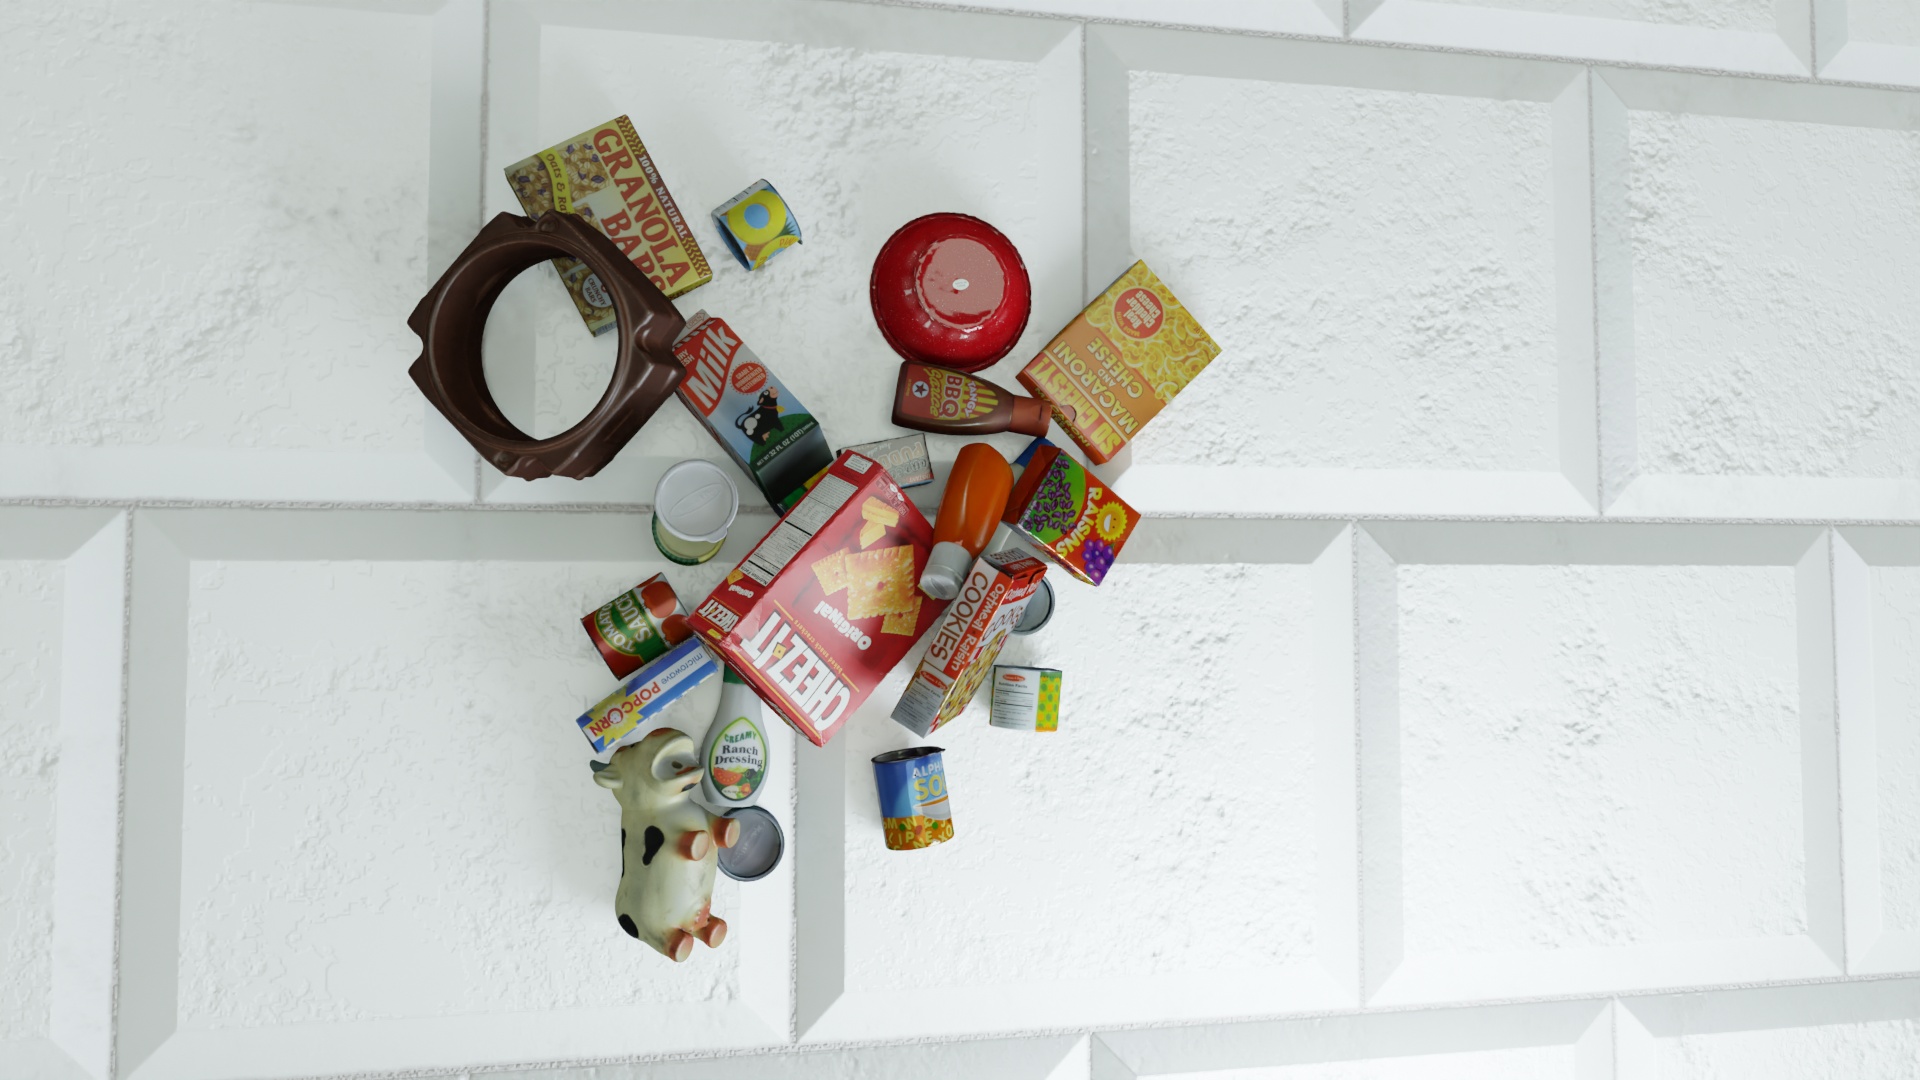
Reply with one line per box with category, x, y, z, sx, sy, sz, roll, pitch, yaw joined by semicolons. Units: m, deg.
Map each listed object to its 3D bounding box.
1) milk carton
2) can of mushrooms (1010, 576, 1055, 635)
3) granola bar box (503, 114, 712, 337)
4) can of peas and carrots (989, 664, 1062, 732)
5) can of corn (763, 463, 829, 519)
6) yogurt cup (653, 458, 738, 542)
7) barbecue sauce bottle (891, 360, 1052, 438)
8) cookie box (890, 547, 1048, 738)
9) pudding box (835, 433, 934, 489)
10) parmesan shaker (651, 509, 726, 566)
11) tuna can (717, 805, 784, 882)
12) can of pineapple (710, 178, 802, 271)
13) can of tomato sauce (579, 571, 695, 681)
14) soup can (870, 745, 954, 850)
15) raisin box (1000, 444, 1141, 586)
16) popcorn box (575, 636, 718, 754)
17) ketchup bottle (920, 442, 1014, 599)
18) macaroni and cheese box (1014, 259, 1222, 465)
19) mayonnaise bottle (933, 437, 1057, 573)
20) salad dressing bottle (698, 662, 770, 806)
milk carton;-0.204;-0.130;1.253;0.072;0.073;0.191;-40;69;-11
can of mushrooms;0.053;0.058;1.334;0.071;0.033;0.071;0;88;-12
granola bar box;-0.321;-0.287;1.274;0.124;0.039;0.165;-28;93;-11
can of peas and carrots;0.063;0.149;1.316;0.071;0.071;0.058;6;87;-11
can of corn;-0.138;-0.035;1.284;0.058;0.071;0.071;-41;95;-11
yogurt cup;-0.222;-0.032;1.165;0.072;0.054;0.072;1;87;-11
barbecue sauce bottle;0.011;-0.128;1.321;0.149;0.043;0.065;10;75;-4
cookie box;0.011;0.089;1.251;0.040;0.123;0.167;32;102;13
pudding box;-0.071;-0.070;1.317;0.084;0.030;0.049;-11;90;-12
parmesan shaker;-0.241;-0.014;1.242;0.071;0.103;0.071;1;87;-11
tuna can;-0.197;0.275;1.271;0.071;0.033;0.071;1;87;-12
can of pineapple;-0.188;-0.290;1.287;0.058;0.071;0.071;-36;95;-10
can of tomato sauce;-0.288;0.076;1.245;0.083;0.071;0.071;-32;94;-12
soup can;-0.041;0.238;1.287;0.071;0.071;0.083;-10;90;-12
raisin box;0.105;-0.023;1.323;0.123;0.040;0.086;37;79;-33
popcorn box;-0.276;0.135;1.236;0.127;0.085;0.038;-35;93;-11
ketchup bottle;0.004;-0.016;1.246;0.064;0.043;0.149;52;44;-36
macaroni and cheese box;0.155;-0.175;1.364;0.167;0.040;0.123;-44;95;-11
mayonnaise bottle;0.040;-0.036;1.333;0.064;0.041;0.148;44;78;-9
salad dressing bottle;-0.203;0.167;1.270;0.064;0.044;0.147;6;86;-20
